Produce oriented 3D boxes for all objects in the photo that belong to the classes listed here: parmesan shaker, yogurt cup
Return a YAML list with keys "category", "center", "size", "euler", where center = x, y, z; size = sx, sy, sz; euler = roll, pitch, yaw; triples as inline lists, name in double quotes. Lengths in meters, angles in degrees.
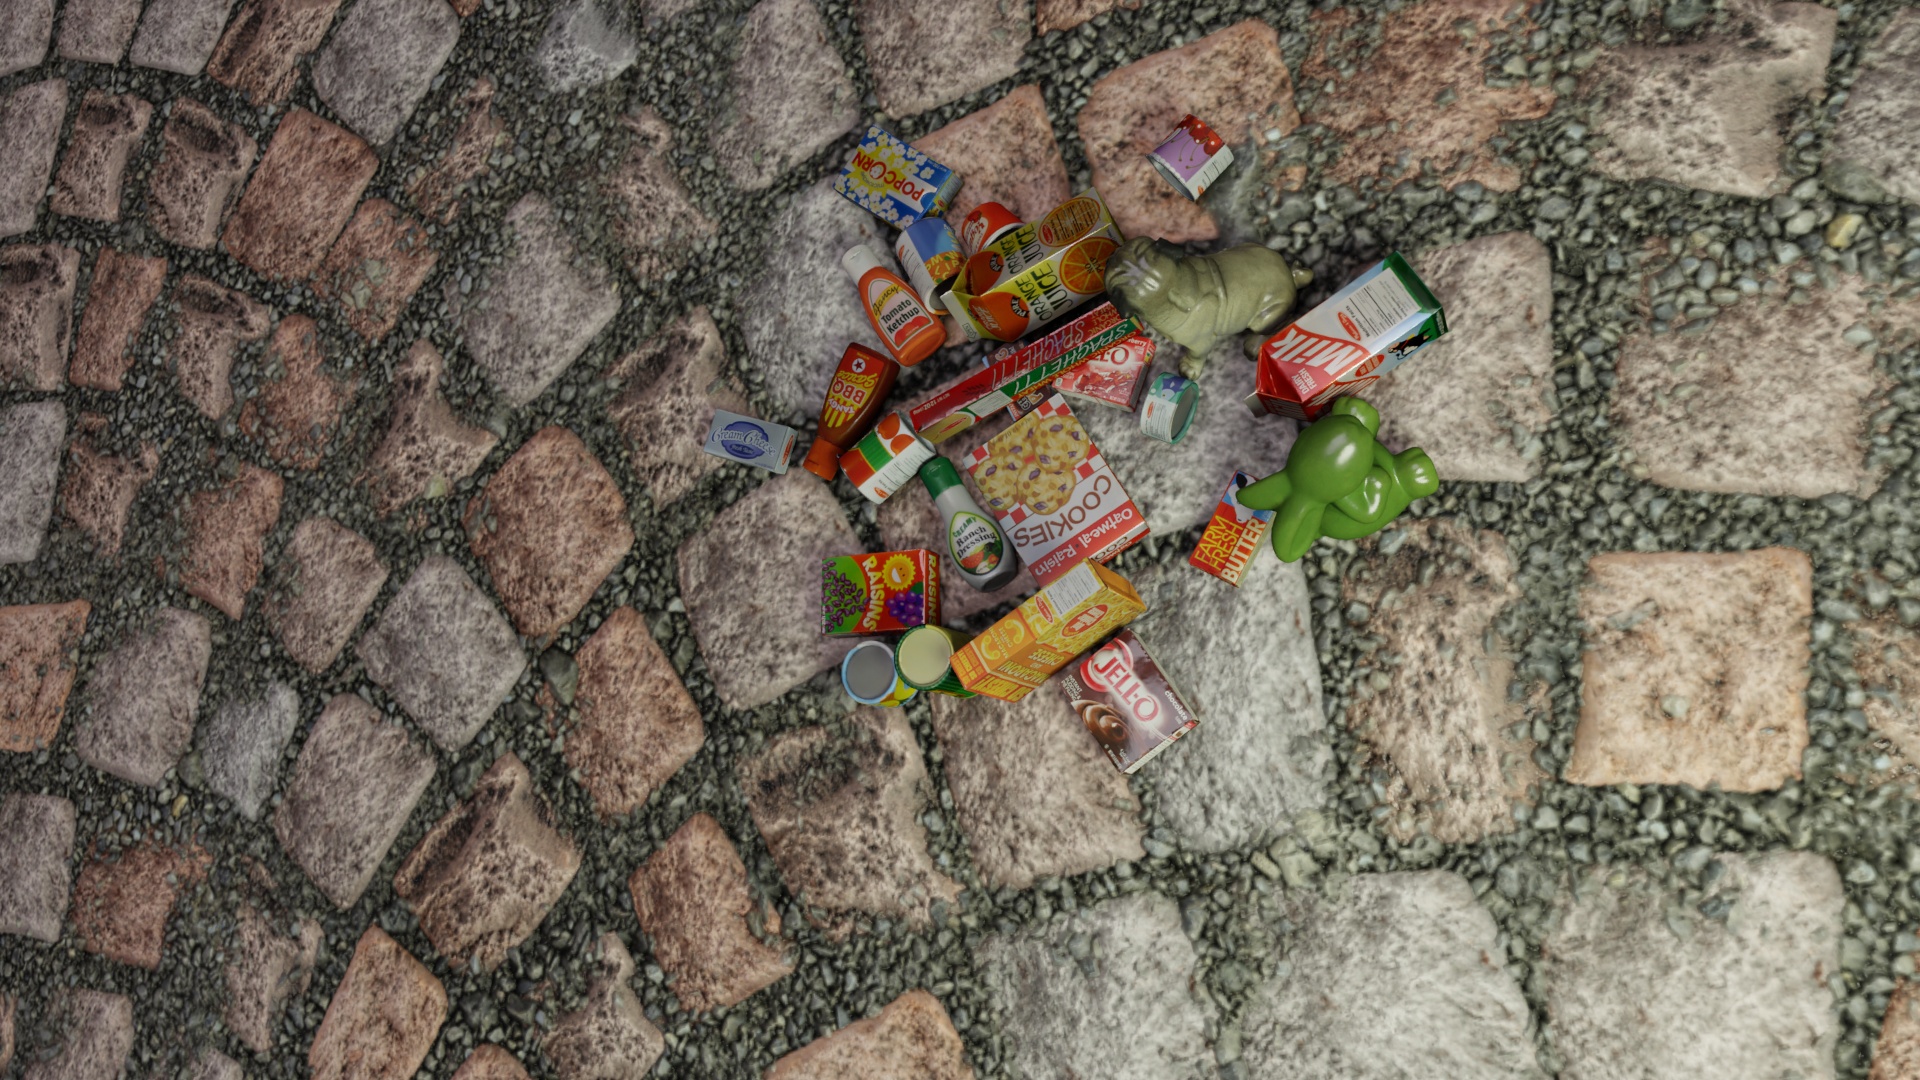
- category: "parmesan shaker"
  center: [-0.018, 0.119, 1.384]
  size: [0.071, 0.103, 0.071]
  euler: [-5, 78, 23]
- category: "yogurt cup"
  center: [0.037, -0.322, 1.474]
  size: [0.072, 0.072, 0.054]
  euler: [-42, 59, 11]

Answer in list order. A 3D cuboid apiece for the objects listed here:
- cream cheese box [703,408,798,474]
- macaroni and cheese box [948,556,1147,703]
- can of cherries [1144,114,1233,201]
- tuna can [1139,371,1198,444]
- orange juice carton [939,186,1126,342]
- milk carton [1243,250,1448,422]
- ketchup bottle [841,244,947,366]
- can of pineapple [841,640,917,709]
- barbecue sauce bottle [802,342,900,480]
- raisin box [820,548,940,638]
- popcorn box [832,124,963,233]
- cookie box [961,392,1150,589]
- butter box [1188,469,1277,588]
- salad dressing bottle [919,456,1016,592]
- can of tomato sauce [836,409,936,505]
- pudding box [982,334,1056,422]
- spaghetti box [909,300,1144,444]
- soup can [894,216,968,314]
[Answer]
- category: "cream cheese box"
  center: [-0.238, -0.112, 1.571]
  size: [0.104, 0.024, 0.053]
  euler: [16, 86, 25]
- category: "macaroni and cheese box"
  center: [0.085, 0.089, 1.335]
  size: [0.166, 0.123, 0.040]
  euler: [-37, 65, 13]
- category: "can of cherries"
  center: [0.230, -0.387, 1.400]
  size: [0.058, 0.071, 0.071]
  euler: [-46, 66, 9]
- category: "tuna can"
  center: [0.206, -0.130, 1.361]
  size: [0.033, 0.071, 0.071]
  euler: [23, 90, 25]
- category: "orange juice carton"
  center: [0.077, -0.273, 1.425]
  size: [0.192, 0.071, 0.073]
  euler: [-28, 44, 14]
- category: "milk carton"
  center: [0.352, -0.177, 1.303]
  size: [0.190, 0.072, 0.073]
  euler: [-35, 68, 12]
- category: "ketchup bottle"
  center: [-0.078, -0.261, 1.521]
  size: [0.065, 0.043, 0.149]
  euler: [-37, 67, 3]
- category: "can of pineapple"
  center: [-0.082, 0.140, 1.433]
  size: [0.071, 0.058, 0.071]
  euler: [-5, 78, 23]
- category: "barbecue sauce bottle"
  center: [-0.124, -0.139, 1.516]
  size: [0.065, 0.043, 0.148]
  euler: [27, 91, 25]
- category: "raisin box"
  center: [-0.084, 0.057, 1.461]
  size: [0.123, 0.040, 0.086]
  euler: [-6, 76, 24]
- category: "popcorn box"
  center: [-0.071, -0.397, 1.549]
  size: [0.127, 0.038, 0.085]
  euler: [36, 94, 26]
- category: "cookie box"
  center: [0.096, -0.045, 1.399]
  size: [0.123, 0.040, 0.168]
  euler: [-34, 68, 8]
- category: "butter box"
  center: [0.266, -0.011, 1.331]
  size: [0.053, 0.024, 0.103]
  euler: [28, 91, 25]
- category: "salad dressing bottle"
  center: [0.005, -0.018, 1.435]
  size: [0.064, 0.044, 0.148]
  euler: [-32, 68, 6]
- category: "can of tomato sauce"
  center: [-0.078, -0.090, 1.474]
  size: [0.083, 0.071, 0.071]
  euler: [-40, 67, 11]
- category: "pudding box"
  center: [0.063, -0.166, 1.448]
  size: [0.049, 0.030, 0.084]
  euler: [-31, 69, 16]
- category: "spaghetti box"
  center: [0.066, -0.170, 1.402]
  size: [0.249, 0.050, 0.029]
  euler: [-27, 71, 16]
- category: "soup can"
  center: [-0.022, -0.295, 1.488]
  size: [0.071, 0.071, 0.084]
  euler: [-35, 62, 14]
